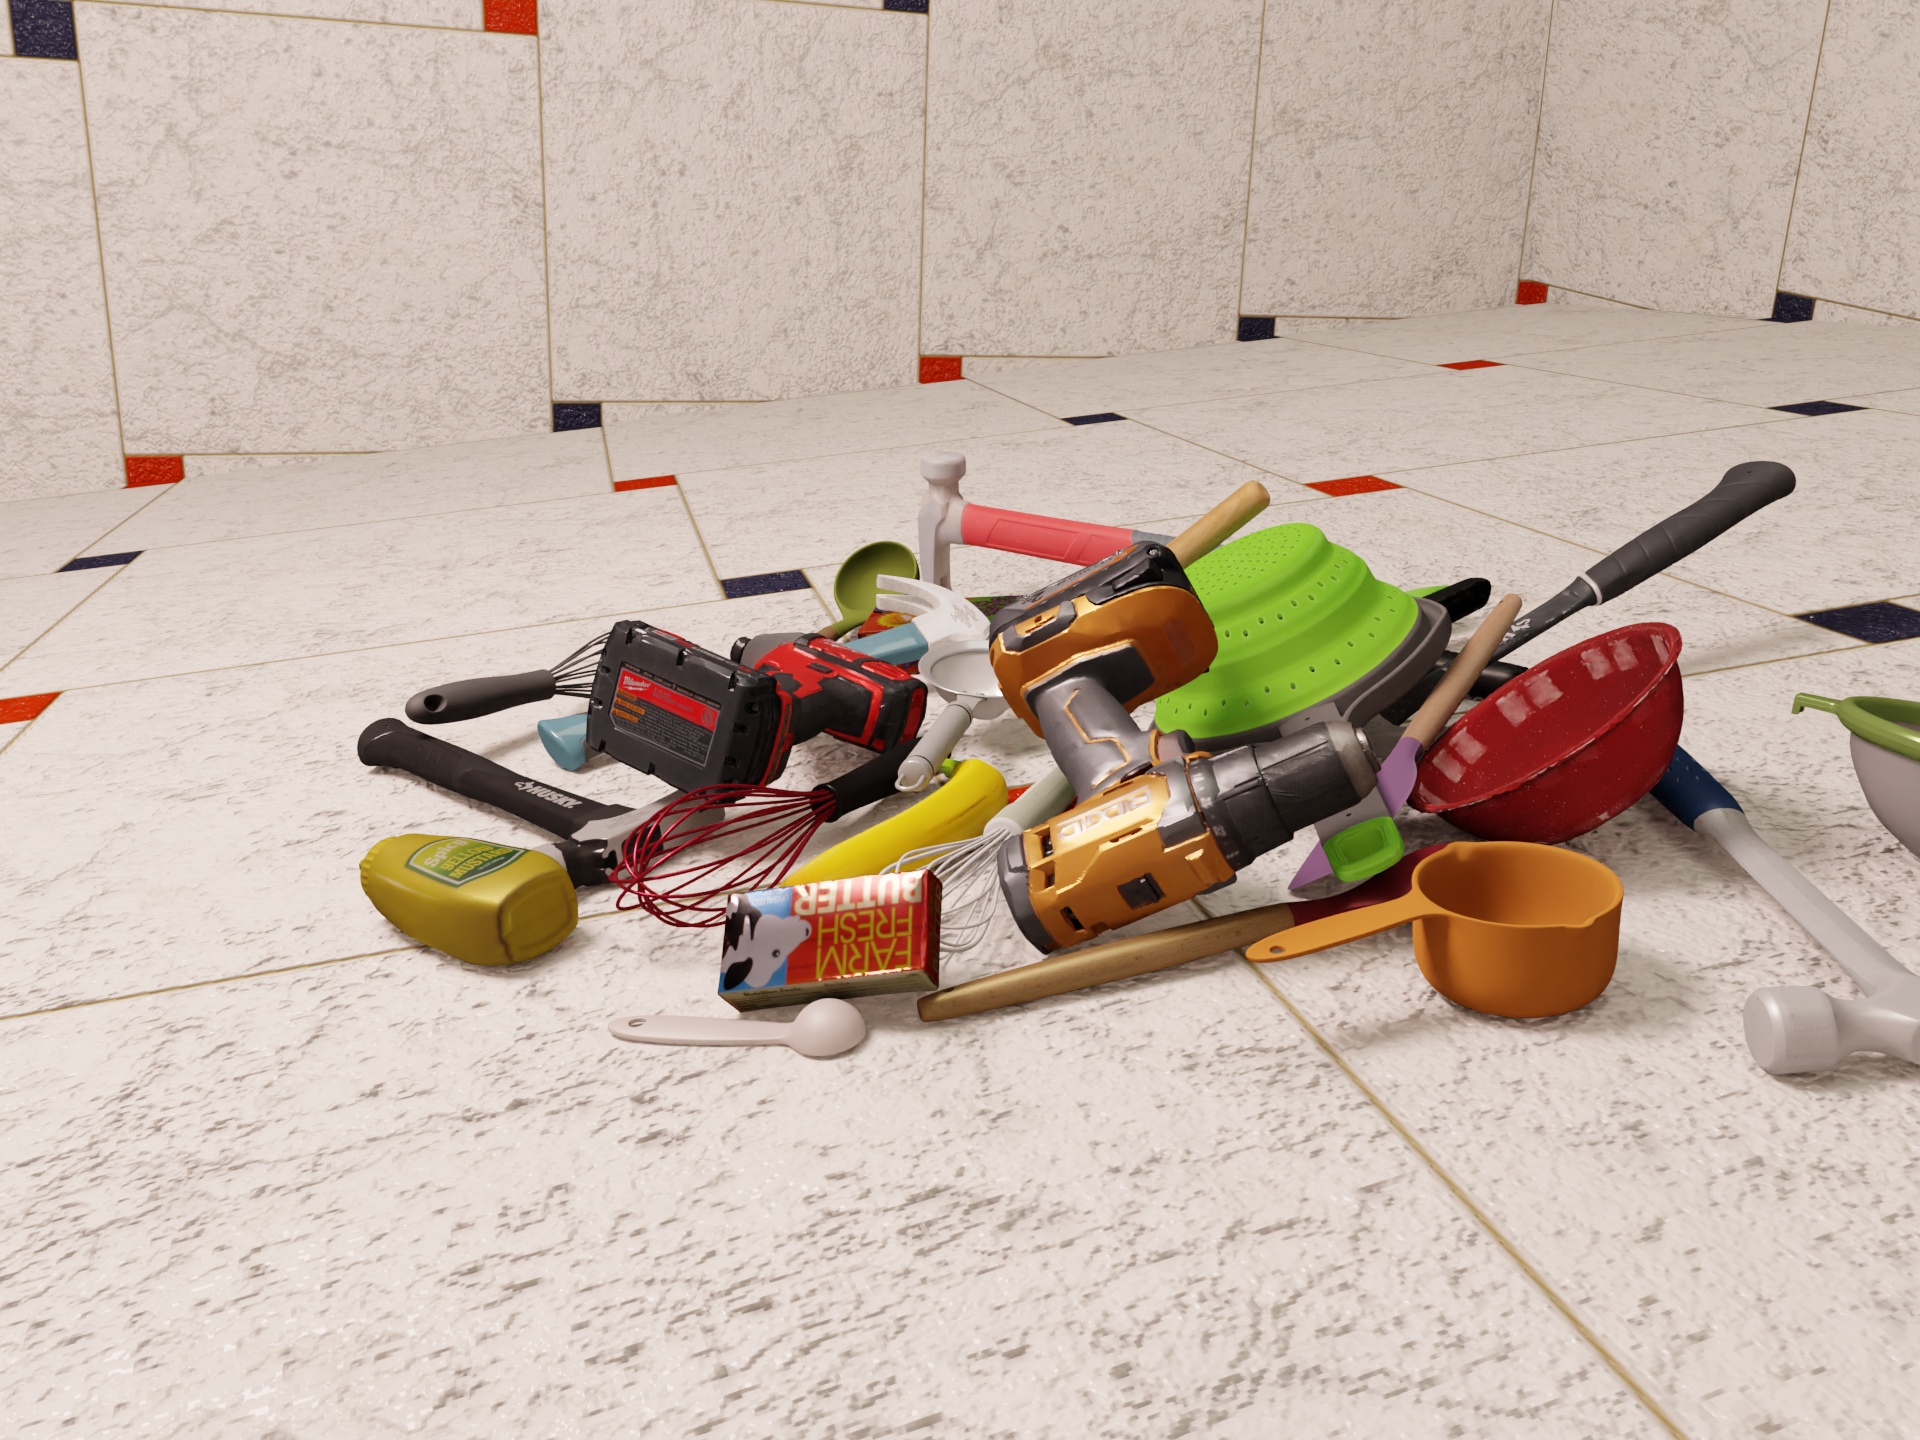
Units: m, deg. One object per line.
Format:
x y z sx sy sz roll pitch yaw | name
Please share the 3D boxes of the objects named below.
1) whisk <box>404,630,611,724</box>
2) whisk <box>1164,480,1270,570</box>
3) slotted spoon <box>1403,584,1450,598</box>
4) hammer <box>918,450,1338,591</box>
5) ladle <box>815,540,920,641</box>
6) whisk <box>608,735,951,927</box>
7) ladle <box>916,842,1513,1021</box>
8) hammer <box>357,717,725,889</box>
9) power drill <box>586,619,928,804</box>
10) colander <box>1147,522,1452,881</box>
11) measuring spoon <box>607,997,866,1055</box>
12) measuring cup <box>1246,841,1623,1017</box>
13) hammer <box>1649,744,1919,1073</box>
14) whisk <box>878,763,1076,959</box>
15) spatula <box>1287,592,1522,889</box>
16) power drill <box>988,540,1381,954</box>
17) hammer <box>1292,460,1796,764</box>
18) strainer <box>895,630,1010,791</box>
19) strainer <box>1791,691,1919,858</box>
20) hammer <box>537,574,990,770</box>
-0.305 -0.029 1.164 0.055 0.055 0.239 8 15 32 | whisk
0.106 -0.083 1.067 0.245 0.047 0.051 -38 -11 30 | whisk
0.231 -0.087 1.267 0.314 0.031 0.070 0 20 21 | slotted spoon
0.128 -0.118 1.246 0.386 0.143 0.038 14 28 34 | hammer
-0.117 -0.071 1.268 0.078 0.062 0.320 1 22 23 | ladle
-0.087 0.052 0.902 0.073 0.073 0.296 7 17 31 | whisk
0.131 0.100 0.755 0.315 0.031 0.069 -12 10 -13 | ladle
-0.292 0.040 1.020 0.146 0.035 0.335 -23 26 -40 | hammer
-0.126 -0.016 0.997 0.143 0.078 0.219 23 15 21 | power drill
0.185 -0.030 0.909 0.204 0.094 0.397 -25 17 12 | colander
-0.104 0.135 0.722 0.124 0.018 0.034 -1 20 13 | measuring spoon
0.205 0.102 0.693 0.173 0.052 0.095 -12 20 -14 | measuring cup
0.392 0.056 0.799 0.144 0.035 0.406 -4 19 4 | hammer
0.020 0.066 0.854 0.059 0.057 0.246 36 26 9 | whisk
0.266 0.002 0.902 0.060 0.018 0.316 -34 6 46 | spatula
0.104 0.001 0.816 0.185 0.084 0.226 -25 35 15 | power drill
0.402 -0.078 1.039 0.409 0.036 0.149 -29 26 -20 | hammer
-0.002 -0.003 0.994 0.087 0.050 0.258 9 21 11 | strainer
0.542 0.048 0.769 0.256 0.069 0.152 8 15 -14 | strainer
-0.133 -0.027 1.133 0.331 0.033 0.128 -17 49 -19 | hammer
